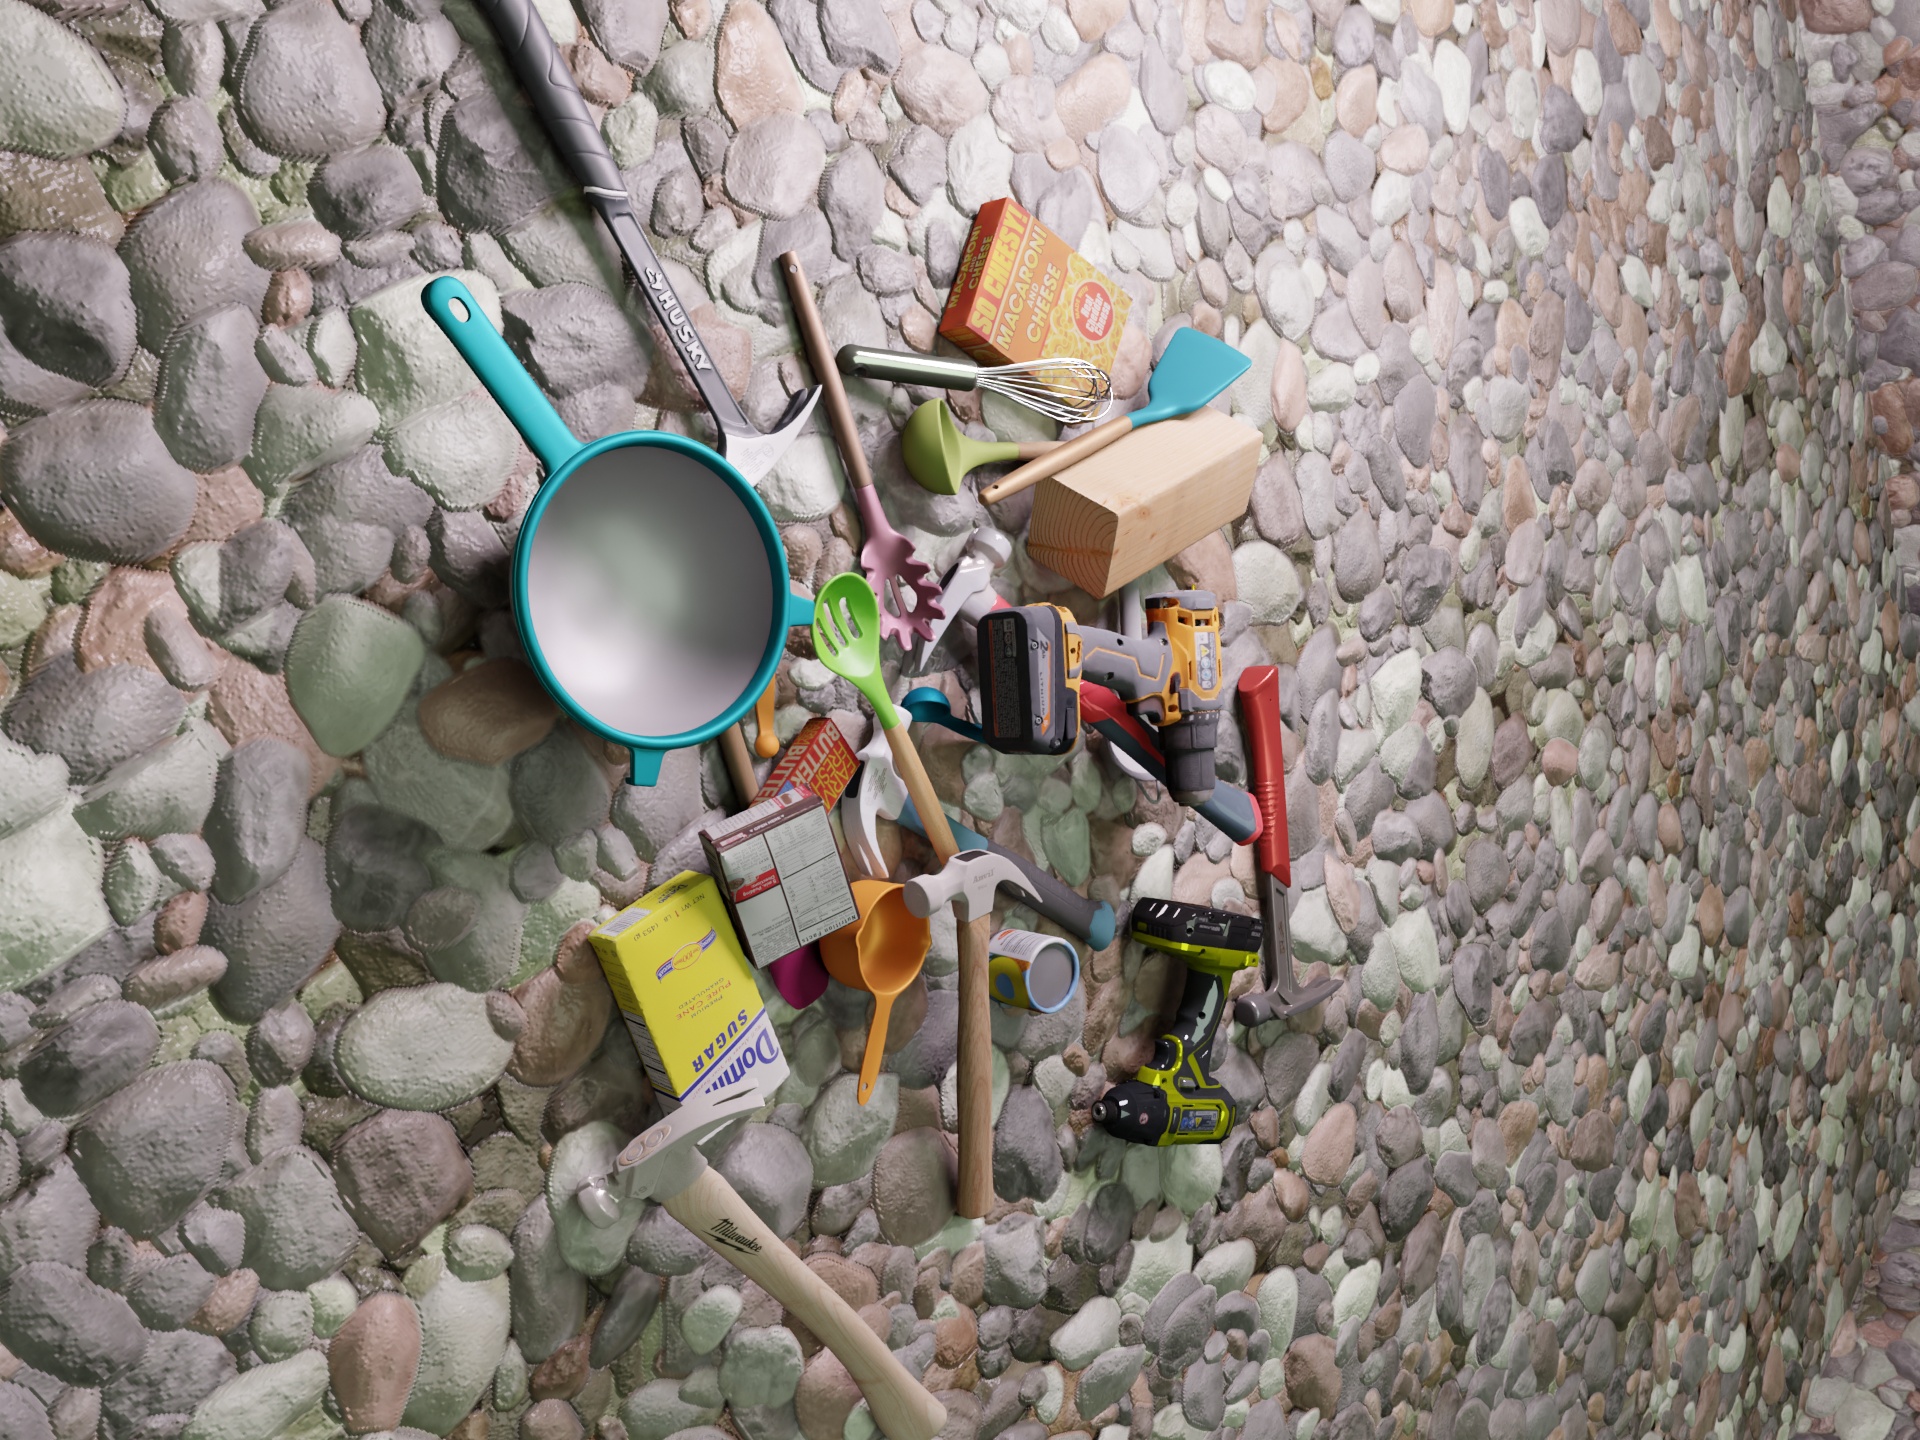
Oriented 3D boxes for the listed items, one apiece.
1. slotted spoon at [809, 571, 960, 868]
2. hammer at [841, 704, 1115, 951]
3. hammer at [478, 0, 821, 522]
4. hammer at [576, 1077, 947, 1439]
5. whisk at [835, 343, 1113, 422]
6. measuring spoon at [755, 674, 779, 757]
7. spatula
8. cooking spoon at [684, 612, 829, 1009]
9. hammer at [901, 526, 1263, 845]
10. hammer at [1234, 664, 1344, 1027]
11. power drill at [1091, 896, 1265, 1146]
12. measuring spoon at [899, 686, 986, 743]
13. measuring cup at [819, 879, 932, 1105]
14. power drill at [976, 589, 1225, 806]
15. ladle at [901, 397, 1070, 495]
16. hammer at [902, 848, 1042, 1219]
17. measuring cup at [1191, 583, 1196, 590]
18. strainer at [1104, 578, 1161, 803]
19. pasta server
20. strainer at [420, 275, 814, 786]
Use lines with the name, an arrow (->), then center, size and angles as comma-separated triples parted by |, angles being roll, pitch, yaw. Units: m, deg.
slotted spoon -> -0.046, 0.026, 1.244 | 0.070, 0.031, 0.313 | -40, 118, -34
hammer -> 0.024, 0.116, 1.348 | 0.330, 0.033, 0.128 | 35, 69, -37
hammer -> -0.230, -0.348, 1.099 | 0.149, 0.036, 0.408 | -43, 118, -32
hammer -> -0.112, 0.432, 1.211 | 0.146, 0.038, 0.410 | -34, 122, 0
whisk -> 0.016, -0.278, 1.283 | 0.246, 0.058, 0.059 | 2, 69, -25
measuring spoon -> -0.146, -0.029, 1.204 | 0.021, 0.011, 0.117 | -5, 95, -41
spatula -> 0.125, -0.255, 1.355 | 0.317, 0.082, 0.044 | -34, 147, -36
cooking spoon -> -0.155, 0.071, 1.198 | 0.069, 0.017, 0.318 | -32, 113, -46
hammer -> 0.120, 0.006, 1.377 | 0.386, 0.038, 0.143 | 39, 68, -23
hammer -> 0.323, 0.122, 1.609 | 0.149, 0.037, 0.359 | -13, 101, -40
power drill -> 0.202, 0.284, 1.487 | 0.171, 0.080, 0.223 | 13, 87, -41
measuring spoon -> -0.002, -0.004, 1.324 | 0.128, 0.042, 0.021 | 23, 55, -47
measuring cup -> -0.078, 0.210, 1.247 | 0.095, 0.052, 0.173 | 14, 86, -53
power drill -> 0.128, -0.014, 1.318 | 0.226, 0.084, 0.185 | -4, 92, -35
ladle -> 0.072, -0.232, 1.359 | 0.320, 0.062, 0.078 | -9, 91, -43
hammer -> 0.013, 0.261, 1.305 | 0.130, 0.031, 0.331 | -20, 117, -42
measuring cup -> 0.209, -0.056, 1.508 | 0.062, 0.029, 0.157 | 46, 45, -64
strainer -> 0.157, -0.053, 1.450 | 0.086, 0.050, 0.258 | -3, 90, -32
pasta server -> -0.082, -0.207, 1.235 | 0.060, 0.040, 0.316 | -20, 106, -8
strainer -> -0.256, -0.133, 1.050 | 0.211, 0.095, 0.340 | -50, 120, -31
